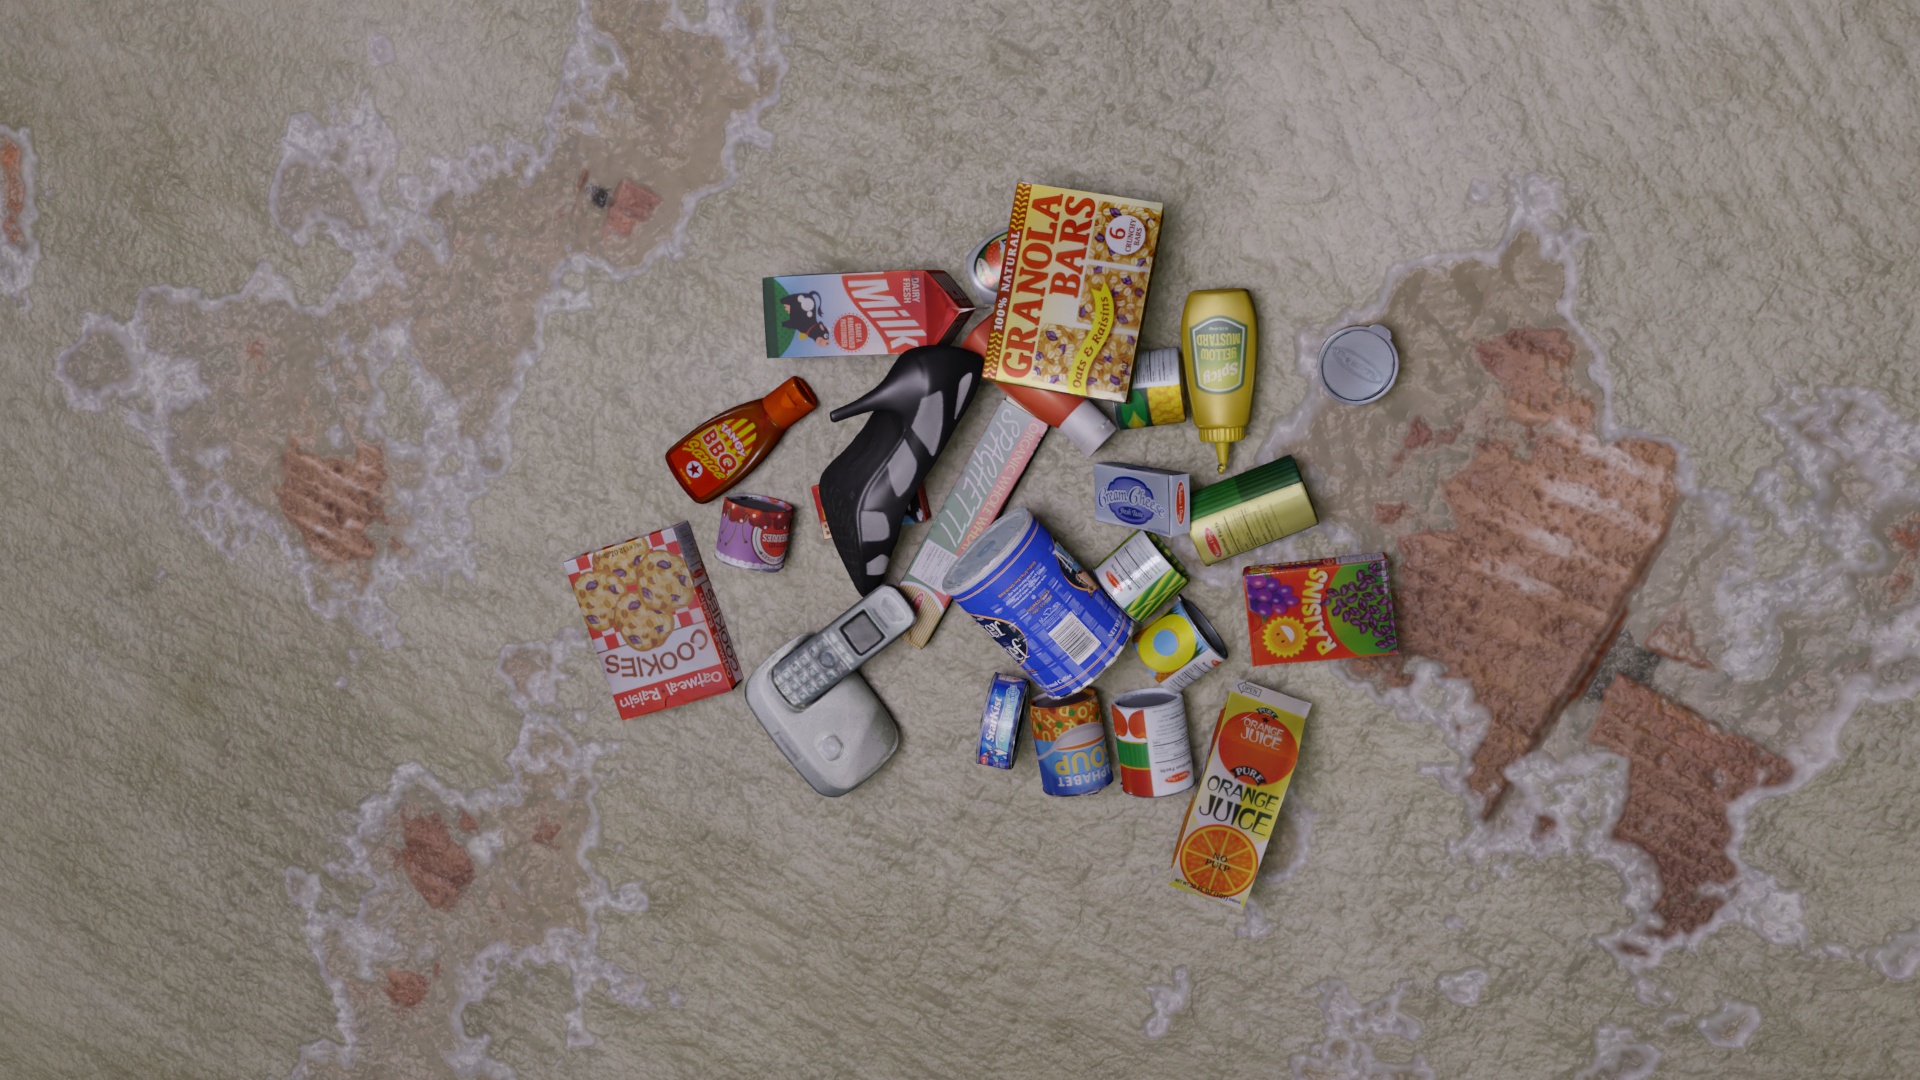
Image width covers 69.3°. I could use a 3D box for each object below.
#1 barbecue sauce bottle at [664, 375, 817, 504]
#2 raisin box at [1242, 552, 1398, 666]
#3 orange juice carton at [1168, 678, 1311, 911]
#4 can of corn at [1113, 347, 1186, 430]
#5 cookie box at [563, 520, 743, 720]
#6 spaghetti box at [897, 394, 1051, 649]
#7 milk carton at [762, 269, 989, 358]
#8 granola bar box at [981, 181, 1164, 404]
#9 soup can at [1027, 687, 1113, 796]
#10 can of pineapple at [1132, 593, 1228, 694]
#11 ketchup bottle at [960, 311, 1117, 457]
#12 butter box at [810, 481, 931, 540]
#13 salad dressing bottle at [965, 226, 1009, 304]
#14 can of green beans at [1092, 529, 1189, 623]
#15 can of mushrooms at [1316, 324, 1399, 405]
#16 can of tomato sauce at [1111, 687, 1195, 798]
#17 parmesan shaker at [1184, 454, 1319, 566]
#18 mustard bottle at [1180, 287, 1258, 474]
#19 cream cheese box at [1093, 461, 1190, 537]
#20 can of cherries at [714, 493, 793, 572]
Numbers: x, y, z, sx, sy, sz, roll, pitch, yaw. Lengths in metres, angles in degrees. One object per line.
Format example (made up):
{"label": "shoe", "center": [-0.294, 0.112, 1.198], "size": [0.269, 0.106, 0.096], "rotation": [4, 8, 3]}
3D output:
{"label": "barbecue sauce bottle", "center": [-0.201, -0.098, 1.293], "size": [0.148, 0.044, 0.065], "rotation": [-34, 91, 15]}
{"label": "raisin box", "center": [0.313, 0.061, 1.213], "size": [0.123, 0.040, 0.086], "rotation": [-6, 100, 14]}
{"label": "orange juice carton", "center": [0.249, 0.221, 1.239], "size": [0.072, 0.073, 0.192], "rotation": [18, 103, 9]}
{"label": "can of corn", "center": [0.163, -0.129, 1.198], "size": [0.058, 0.071, 0.071], "rotation": [-6, 99, 13]}
{"label": "cookie box", "center": [-0.297, 0.079, 1.348], "size": [0.123, 0.040, 0.167], "rotation": [-17, 96, 15]}
{"label": "spaghetti box", "center": [0.005, -0.016, 1.271], "size": [0.050, 0.029, 0.249], "rotation": [31, 105, 5]}
{"label": "milk carton", "center": [-0.073, -0.202, 1.231], "size": [0.190, 0.072, 0.073], "rotation": [0, 101, 12]}
{"label": "granola bar box", "center": [0.094, -0.204, 1.156], "size": [0.124, 0.039, 0.165], "rotation": [11, 92, 10]}
{"label": "soup can", "center": [0.101, 0.183, 1.265], "size": [0.071, 0.071, 0.083], "rotation": [-9, 98, 14]}
{"label": "can of pineapple", "center": [0.193, 0.093, 1.232], "size": [0.057, 0.071, 0.071], "rotation": [-39, 91, 16]}
{"label": "ketchup bottle", "center": [0.072, -0.137, 1.212], "size": [0.149, 0.065, 0.043], "rotation": [45, 138, 5]}
{"label": "butter box", "center": [-0.083, -0.035, 1.288], "size": [0.103, 0.024, 0.053], "rotation": [-10, 99, 14]}
{"label": "salad dressing bottle", "center": [0.080, -0.253, 1.203], "size": [0.147, 0.044, 0.064], "rotation": [-21, 89, 13]}
{"label": "can of green beans", "center": [0.160, 0.030, 1.225], "size": [0.057, 0.071, 0.071], "rotation": [-42, 90, 13]}
{"label": "can of mushrooms", "center": [0.336, -0.150, 1.172], "size": [0.071, 0.033, 0.071], "rotation": [2, 101, 13]}
{"label": "can of tomato sauce", "center": [0.172, 0.181, 1.253], "size": [0.071, 0.071, 0.083], "rotation": [-7, 98, 13]}
{"label": "parmesan shaker", "center": [0.250, -0.024, 1.199], "size": [0.103, 0.071, 0.071], "rotation": [-21, 95, 14]}
{"label": "mustard bottle", "center": [0.224, -0.135, 1.191], "size": [0.065, 0.049, 0.160], "rotation": [-2, 100, 14]}
{"label": "cream cheese box", "center": [0.156, -0.037, 1.204], "size": [0.024, 0.104, 0.053], "rotation": [-9, 103, -32]}
{"label": "can of cherries", "center": [-0.190, -0.008, 1.294], "size": [0.071, 0.071, 0.058], "rotation": [14, 102, 9]}
